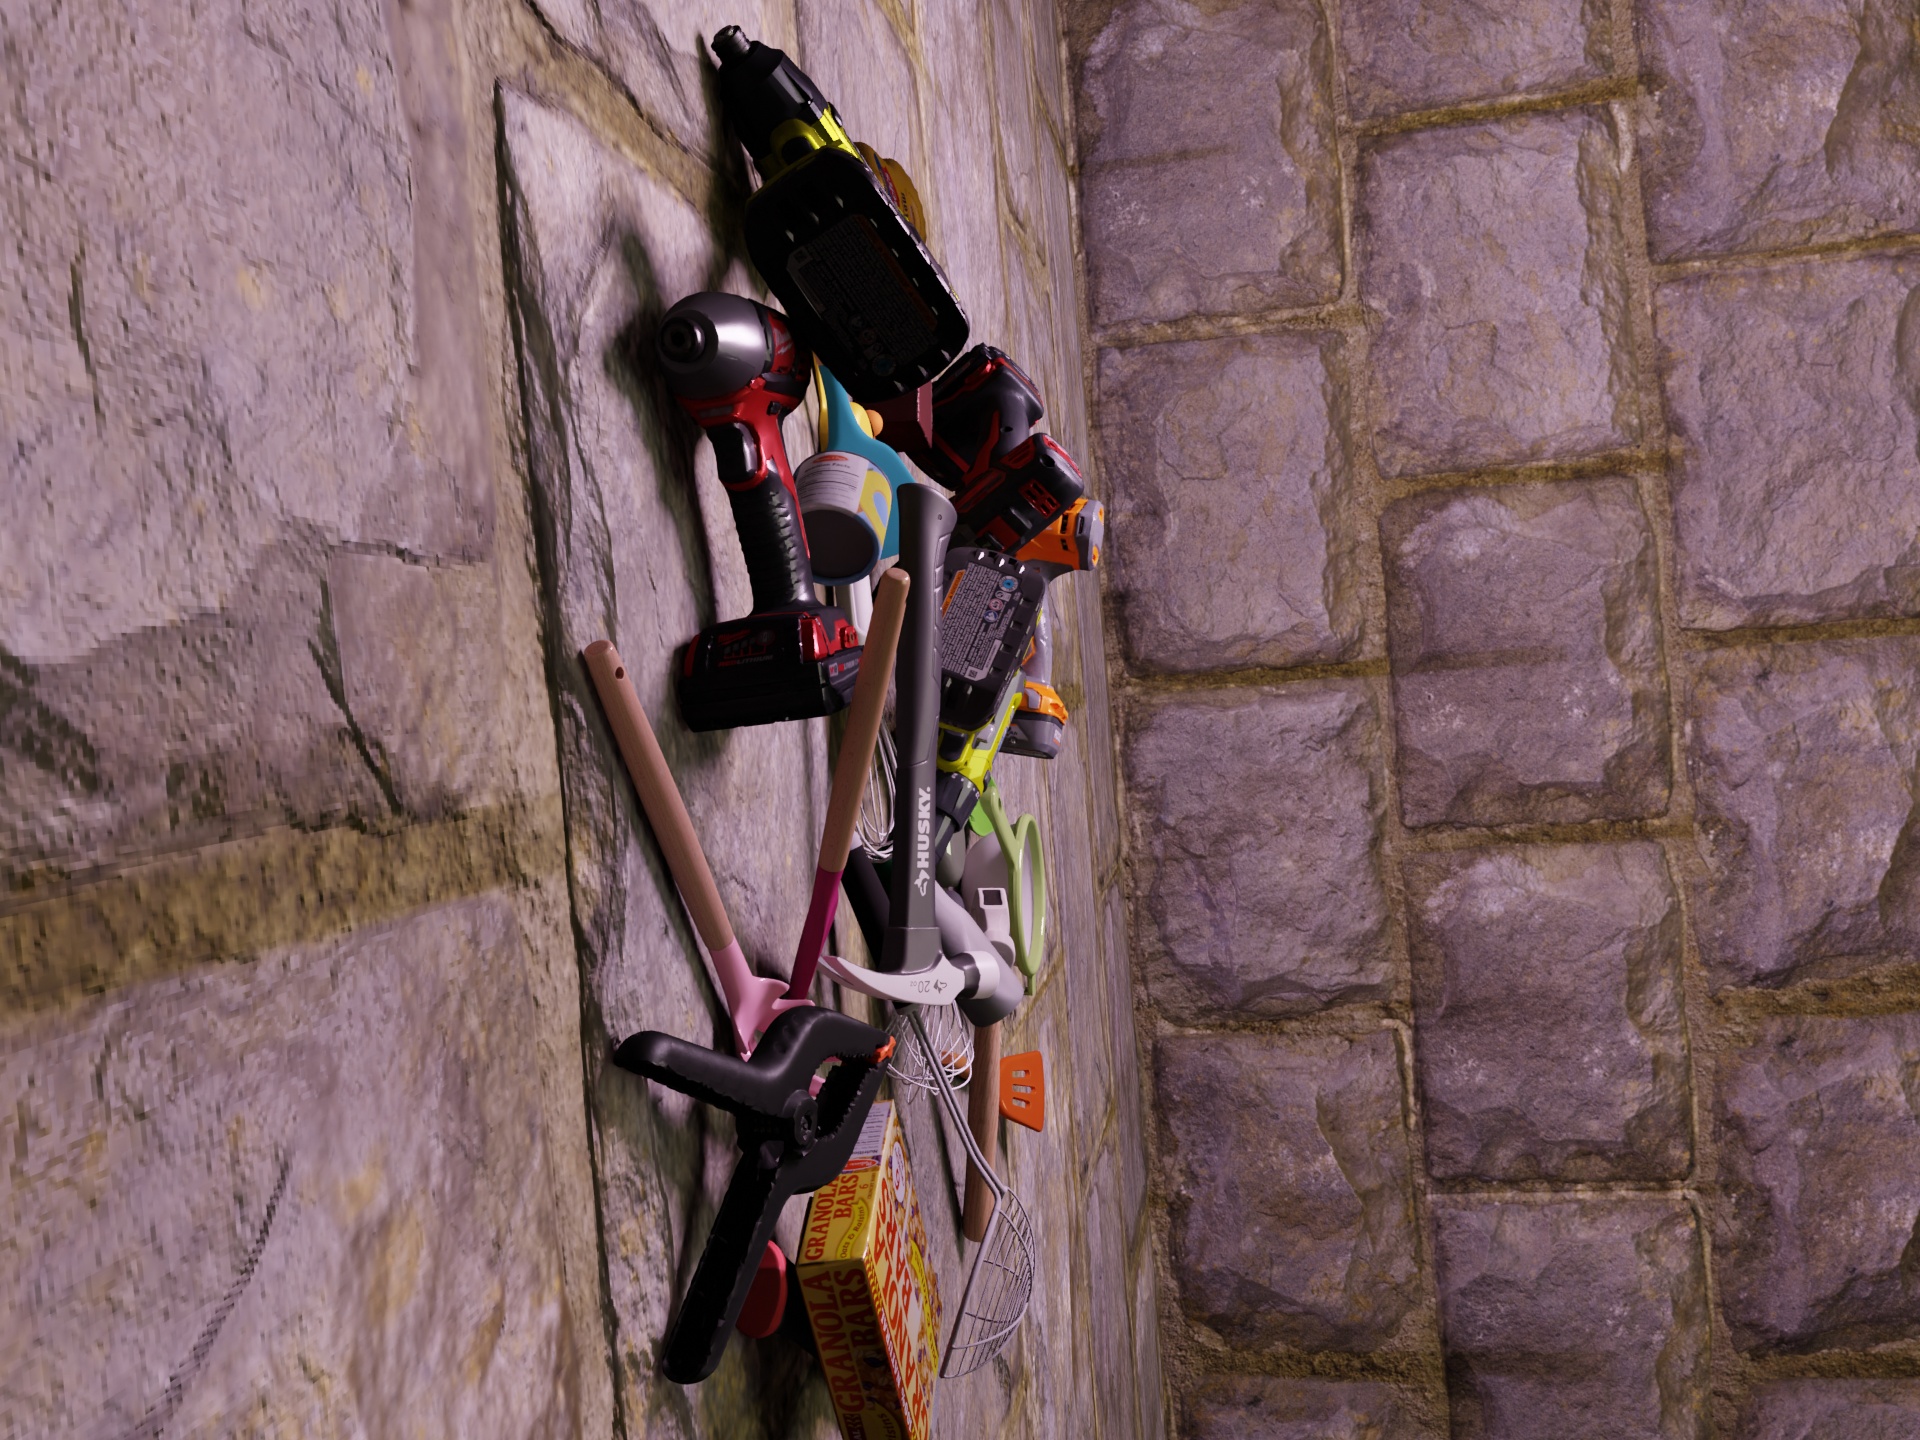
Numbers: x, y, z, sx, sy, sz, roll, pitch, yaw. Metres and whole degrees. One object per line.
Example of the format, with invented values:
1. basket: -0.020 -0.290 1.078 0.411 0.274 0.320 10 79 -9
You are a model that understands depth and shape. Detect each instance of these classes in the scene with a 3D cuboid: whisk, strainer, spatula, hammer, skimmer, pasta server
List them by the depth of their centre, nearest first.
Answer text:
1. pasta server: -0.120 0.090 0.781 0.060 0.040 0.315 -58 145 -42
2. hammer: -0.067 0.358 0.951 0.385 0.038 0.143 70 18 -55
3. hammer: -0.032 0.014 1.020 0.146 0.035 0.335 6 83 -45
4. spatula: -0.089 -0.261 1.050 0.044 0.082 0.317 -138 -149 -64
5. skimmer: -0.038 0.255 1.059 0.127 0.090 0.363 -38 106 -78
6. whisk: -0.066 -0.025 1.090 0.057 0.059 0.246 3 76 -45
7. whisk: -0.020 0.202 1.234 0.285 0.070 0.070 -81 163 -69
8. hammer: 0.020 0.287 1.306 0.130 0.031 0.331 -91 -177 -66
9. strainer: 0.025 0.133 1.440 0.256 0.069 0.152 70 22 -53
10. spatula: 0.031 0.329 1.467 0.322 0.041 0.081 55 33 -68

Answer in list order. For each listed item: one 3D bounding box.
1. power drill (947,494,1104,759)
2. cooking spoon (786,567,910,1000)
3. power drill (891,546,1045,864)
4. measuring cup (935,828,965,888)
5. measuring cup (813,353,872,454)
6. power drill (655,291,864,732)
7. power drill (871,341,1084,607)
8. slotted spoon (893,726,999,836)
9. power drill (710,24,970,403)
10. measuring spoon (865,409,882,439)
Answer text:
1. power drill: 0.029 -0.090 1.384 0.084 0.164 0.226 37 62 -76
2. cooking spoon: -0.065 0.057 0.857 0.069 0.017 0.318 -74 179 -57
3. power drill: -0.002 -0.004 1.183 0.228 0.080 0.191 95 16 -62
4. measuring cup: -0.008 0.115 1.348 0.167 0.038 0.083 54 33 -66
5. measuring cup: -0.085 -0.242 1.109 0.062 0.029 0.156 -72 158 -64
6. power drill: -0.109 -0.110 0.825 0.143 0.078 0.219 -33 116 -78
7. power drill: 0.000 -0.183 1.254 0.080 0.188 0.227 41 22 -29
8. slotted spoon: -0.012 0.047 1.398 0.313 0.031 0.070 47 40 -70
9. power drill: -0.077 -0.293 0.904 0.171 0.080 0.223 50 14 -39
10. measuring spoon: -0.063 -0.206 1.204 0.117 0.011 0.021 91 -23 -77
